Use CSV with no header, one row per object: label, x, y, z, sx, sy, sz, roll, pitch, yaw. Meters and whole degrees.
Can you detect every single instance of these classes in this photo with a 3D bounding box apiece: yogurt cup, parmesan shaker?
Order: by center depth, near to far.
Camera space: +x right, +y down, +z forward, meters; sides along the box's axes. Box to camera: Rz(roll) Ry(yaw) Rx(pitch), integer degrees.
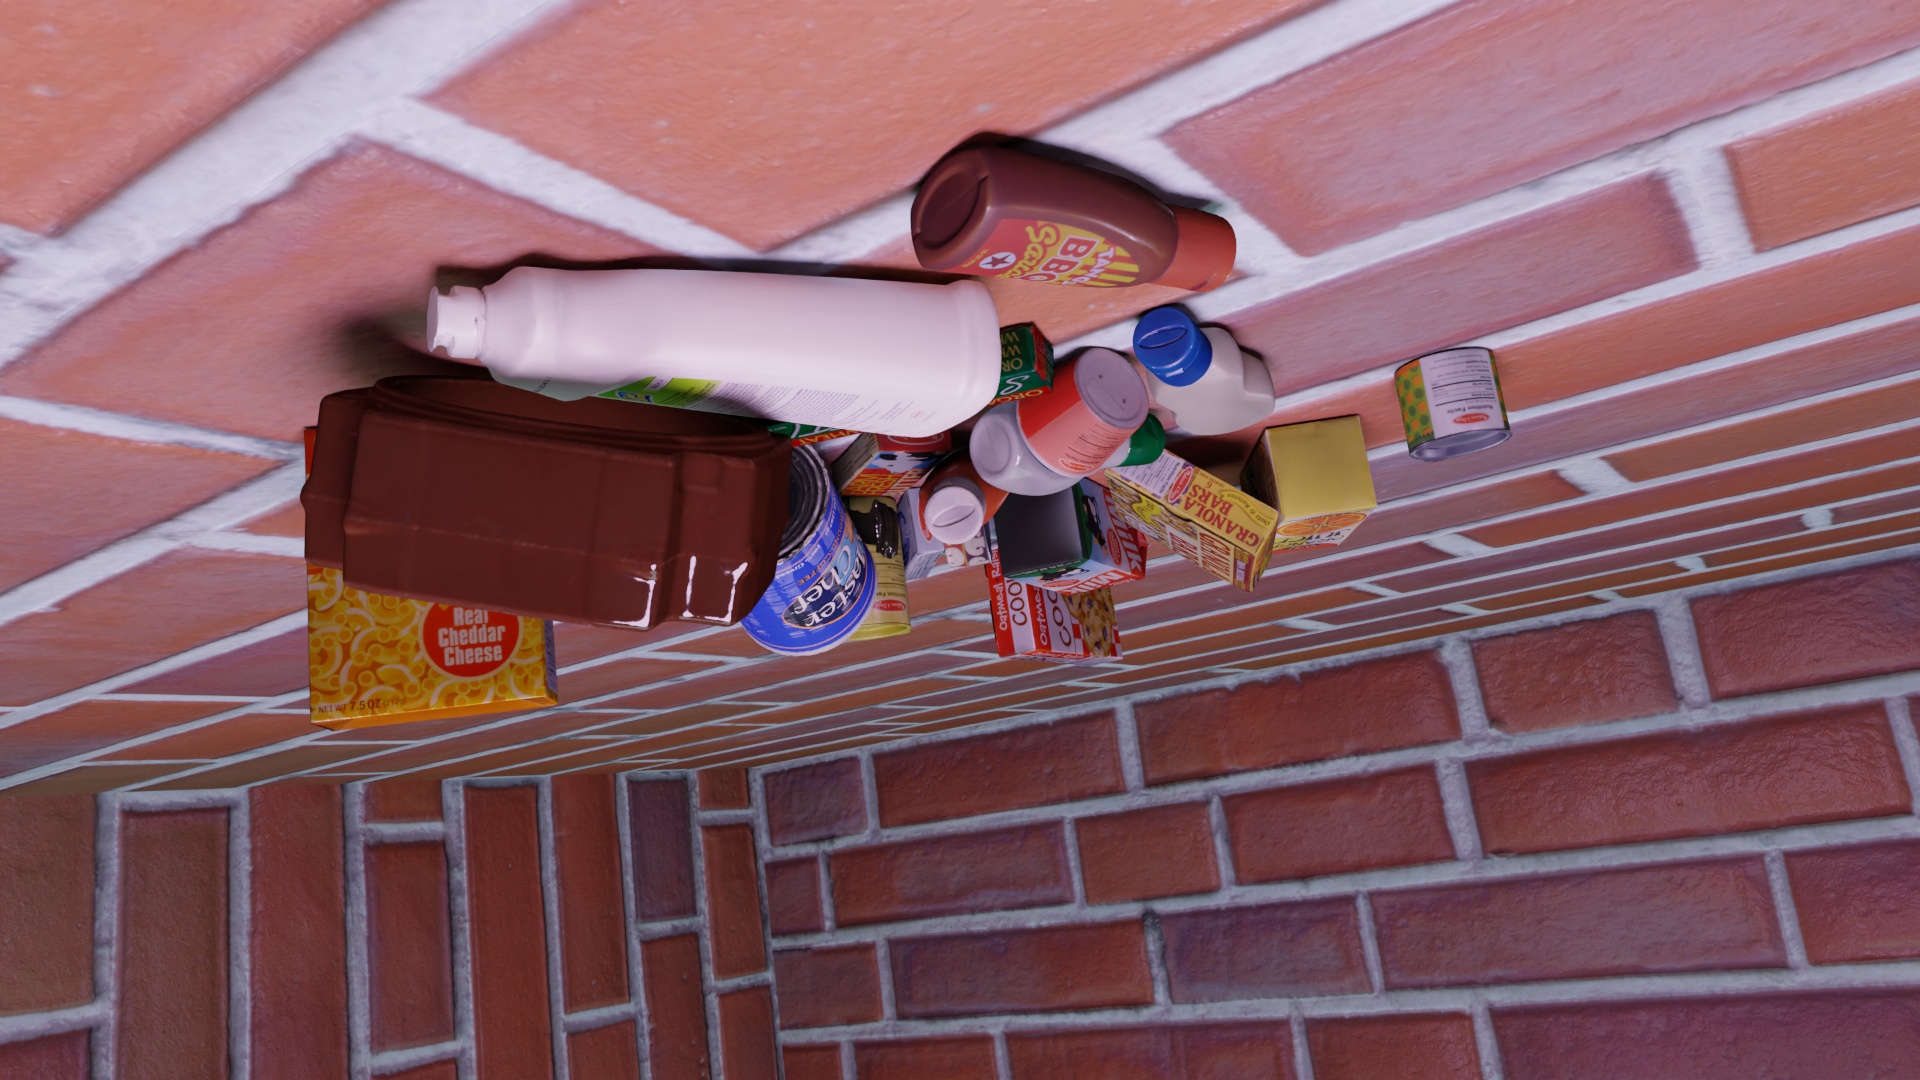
yogurt cup,0.075,-0.078,0.826,0.072,0.072,0.053,1,156,-35
parmesan shaker,-0.075,0.022,1.089,0.071,0.103,0.071,-7,167,-2

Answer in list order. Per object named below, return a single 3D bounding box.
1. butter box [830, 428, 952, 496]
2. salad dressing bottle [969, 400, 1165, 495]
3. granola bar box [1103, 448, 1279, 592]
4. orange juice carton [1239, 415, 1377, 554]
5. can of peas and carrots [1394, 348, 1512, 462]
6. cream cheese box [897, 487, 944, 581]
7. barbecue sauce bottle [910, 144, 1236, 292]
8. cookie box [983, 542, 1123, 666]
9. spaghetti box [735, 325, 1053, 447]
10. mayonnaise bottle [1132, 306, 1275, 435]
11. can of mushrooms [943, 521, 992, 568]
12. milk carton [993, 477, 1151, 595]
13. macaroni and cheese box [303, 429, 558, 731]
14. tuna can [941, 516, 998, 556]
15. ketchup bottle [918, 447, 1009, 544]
butter box,-0.048,-0.055,0.942,0.053,0.024,0.103,-2,166,-22
salad dressing bottle,0.073,-0.064,0.905,0.148,0.064,0.043,-7,161,-42
granola bar box,0.176,-0.018,1.053,0.124,0.039,0.165,31,176,15
orange juice carton,0.272,-0.035,1.113,0.072,0.073,0.192,-8,168,2
can of peas and carrots,0.329,-0.090,0.933,0.071,0.059,0.071,-7,168,-1
cream cheese box,-0.035,-0.004,1.112,0.024,0.053,0.103,-7,168,-11
barbecue sauce bottle,0.055,-0.135,0.604,0.149,0.044,0.064,1,164,-35
cookie box,0.082,0.047,1.246,0.040,0.123,0.167,-16,165,30
spaghetti box,-0.070,-0.080,0.806,0.250,0.029,0.050,-11,168,14
mayonnaise bottle,0.142,-0.099,0.824,0.064,0.041,0.148,-15,164,22
can of mushrooms,0.004,-0.013,1.064,0.033,0.071,0.071,-7,167,5
milk carton,0.099,0.000,1.161,0.072,0.073,0.190,-13,166,23
macaroni and cheese box,-0.295,0.015,0.776,0.124,0.167,0.040,-6,167,-9
tuna can,0.005,-0.010,1.154,0.071,0.033,0.071,-8,168,-2
ketchup bottle,0.001,-0.030,0.915,0.064,0.043,0.149,-24,-172,9
